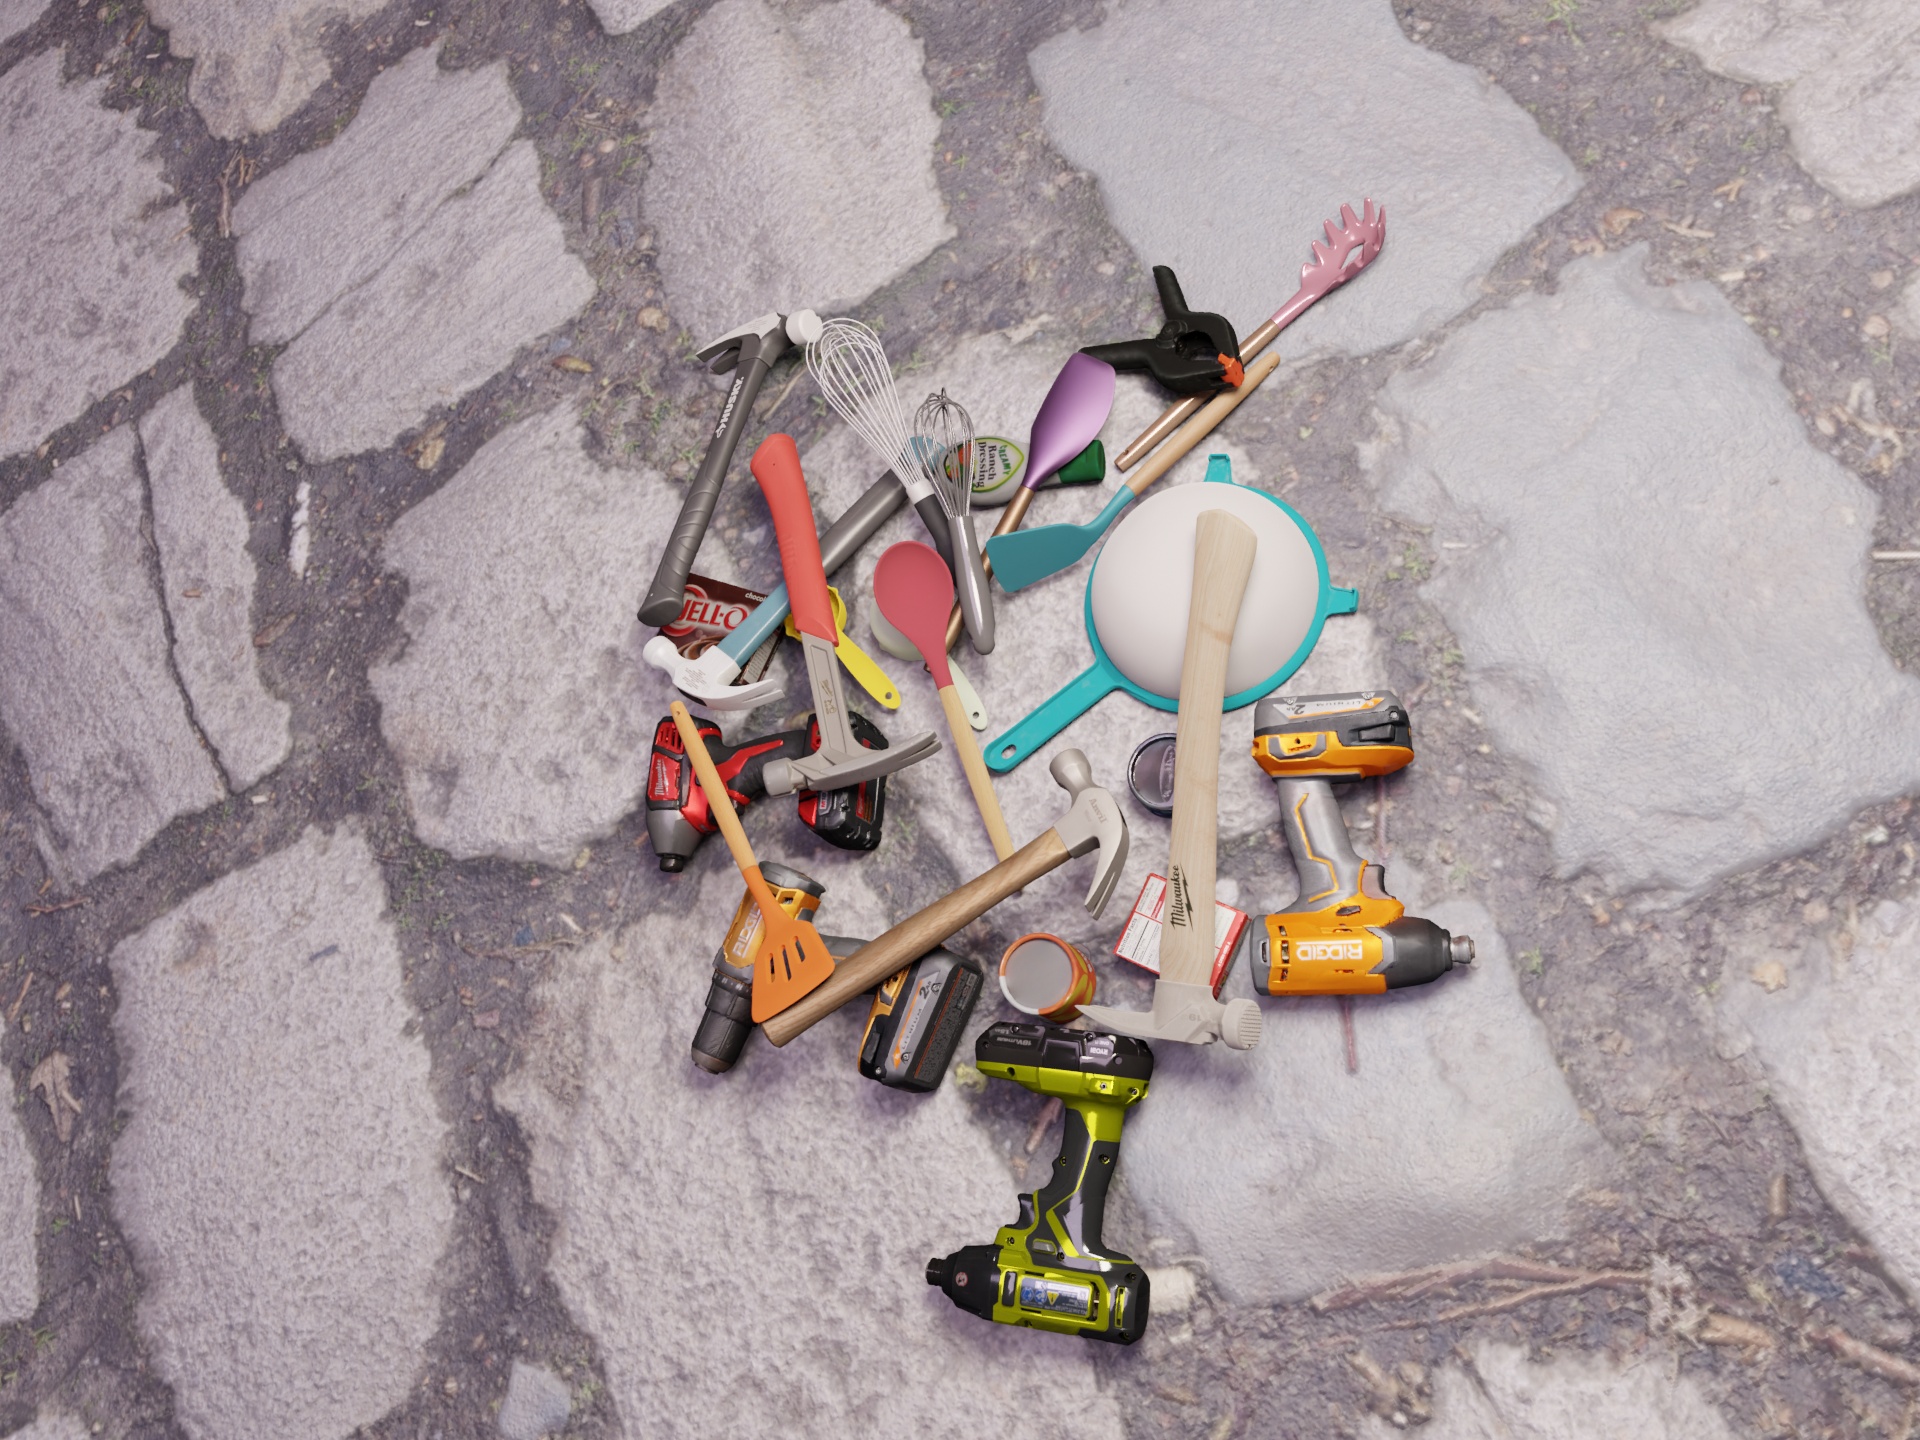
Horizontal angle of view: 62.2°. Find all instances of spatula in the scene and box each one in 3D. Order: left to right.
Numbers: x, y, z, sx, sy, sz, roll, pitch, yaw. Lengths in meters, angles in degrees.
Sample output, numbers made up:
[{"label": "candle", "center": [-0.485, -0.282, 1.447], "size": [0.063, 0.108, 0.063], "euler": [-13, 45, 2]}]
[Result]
[{"label": "spatula", "center": [-0.189, 0.104, 1.337], "size": [0.081, 0.041, 0.323], "euler": [-35, 60, 9]}, {"label": "spatula", "center": [0.049, -0.180, 1.397], "size": [0.060, 0.018, 0.316], "euler": [28, 87, 16]}, {"label": "spatula", "center": [0.157, -0.223, 1.383], "size": [0.317, 0.082, 0.044], "euler": [-42, 58, -9]}]

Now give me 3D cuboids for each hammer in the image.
[{"label": "hammer", "center": [-0.237, -0.239, 1.508], "size": [0.146, 0.035, 0.335], "euler": [-2, 63, 41]}, {"label": "hammer", "center": [-0.134, -0.140, 1.452], "size": [0.128, 0.033, 0.331], "euler": [37, 77, 26]}, {"label": "hammer", "center": [-0.123, -0.107, 1.393], "size": [0.149, 0.036, 0.359], "euler": [-16, 61, 5]}, {"label": "hammer", "center": [-0.014, 0.159, 1.246], "size": [0.331, 0.031, 0.130], "euler": [-33, 53, 5]}, {"label": "hammer", "center": [0.175, 0.040, 1.233], "size": [0.146, 0.038, 0.411], "euler": [0, 81, 37]}]

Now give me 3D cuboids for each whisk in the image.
[{"label": "whisk", "center": [-0.051, -0.234, 1.429], "size": [0.070, 0.070, 0.284], "euler": [-29, 90, 9]}, {"label": "whisk", "center": [0.001, -0.173, 1.373], "size": [0.055, 0.055, 0.239], "euler": [-13, 82, 16]}]

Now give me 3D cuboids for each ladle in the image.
[{"label": "ladle", "center": [-0.002, -0.004, 1.357], "size": [0.069, 0.031, 0.315], "euler": [-19, 80, -5]}]

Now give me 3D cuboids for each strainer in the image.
[{"label": "strainer", "center": [0.145, -0.078, 1.325], "size": [0.340, 0.095, 0.211], "euler": [-38, 64, 3]}]

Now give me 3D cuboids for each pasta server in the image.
[{"label": "pasta server", "center": [0.254, -0.336, 1.404], "size": [0.316, 0.040, 0.060], "euler": [-42, 44, 4]}]

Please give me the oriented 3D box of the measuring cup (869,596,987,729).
[{"label": "measuring cup", "center": [-0.024, -0.061, 1.413], "size": [0.083, 0.038, 0.168], "euler": [-35, 63, 6]}]

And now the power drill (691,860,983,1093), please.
[{"label": "power drill", "center": [-0.115, 0.236, 1.327], "size": [0.226, 0.084, 0.185], "euler": [19, 80, 29]}]

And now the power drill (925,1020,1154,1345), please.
[{"label": "power drill", "center": [0.064, 0.350, 1.224], "size": [0.171, 0.080, 0.223], "euler": [2, 76, 21]}]

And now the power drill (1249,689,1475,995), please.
[{"label": "power drill", "center": [0.303, 0.096, 1.219], "size": [0.164, 0.084, 0.227], "euler": [-4, 76, 19]}]

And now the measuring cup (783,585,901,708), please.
[{"label": "measuring cup", "center": [-0.102, -0.062, 1.452], "size": [0.062, 0.029, 0.157], "euler": [-43, 68, 0]}]

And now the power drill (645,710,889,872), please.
[{"label": "power drill", "center": [-0.181, 0.063, 1.412], "size": [0.220, 0.078, 0.143], "euler": [-3, 71, 23]}]
